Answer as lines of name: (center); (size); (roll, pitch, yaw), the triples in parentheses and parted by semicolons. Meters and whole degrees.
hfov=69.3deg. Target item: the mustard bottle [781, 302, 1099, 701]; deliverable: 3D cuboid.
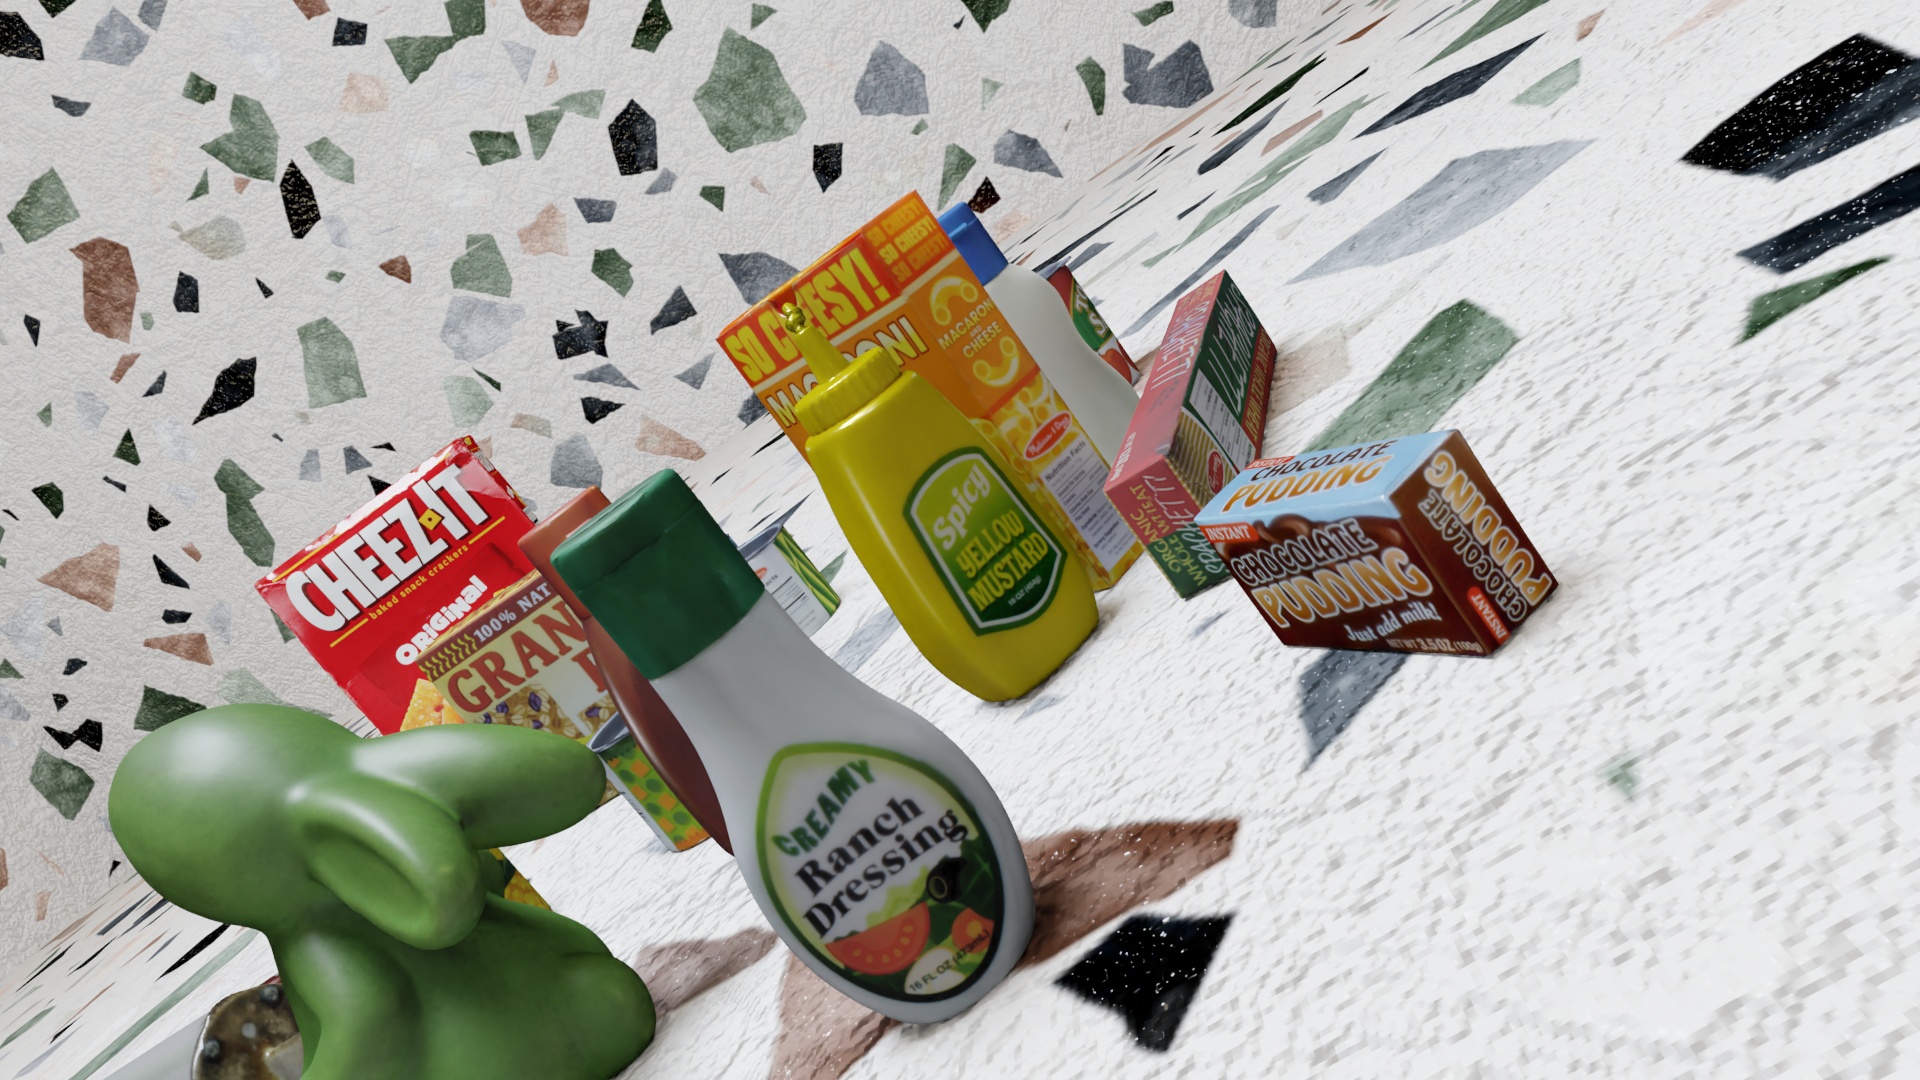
mustard bottle: (-0.016, -0.018, 0.496); (0.065, 0.160, 0.048); (-43, 13, -25)

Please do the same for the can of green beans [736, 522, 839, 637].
can of green beans: (-0.113, 0.032, 0.812); (0.071, 0.057, 0.071); (-35, 12, 9)

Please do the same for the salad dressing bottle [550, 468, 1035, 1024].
salad dressing bottle: (-0.040, 0.051, 0.342); (0.064, 0.147, 0.044); (-37, 12, -1)

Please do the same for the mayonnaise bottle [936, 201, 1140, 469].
mayonnaise bottle: (0.031, -0.096, 0.684); (0.065, 0.148, 0.041); (-40, 13, -15)

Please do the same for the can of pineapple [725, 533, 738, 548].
can of pineapple: (-0.163, 0.036, 0.930); (0.071, 0.058, 0.071); (-35, 12, 9)

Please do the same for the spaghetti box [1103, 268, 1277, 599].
spaghetti box: (0.102, -0.055, 0.573); (0.028, 0.050, 0.251); (-31, 14, 26)

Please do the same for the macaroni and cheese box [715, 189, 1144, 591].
macaroni and cheese box: (-0.014, -0.045, 0.575); (0.040, 0.166, 0.123); (-45, 15, -35)

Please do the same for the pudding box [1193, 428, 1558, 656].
pudding box: (0.104, 0.001, 0.360); (0.030, 0.049, 0.083); (-41, 13, -19)

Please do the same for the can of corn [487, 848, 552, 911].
can of corn: (-0.226, 0.168, 0.621); (0.071, 0.058, 0.071); (-35, 12, 9)

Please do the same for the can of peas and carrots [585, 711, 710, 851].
can of peas and carrots: (-0.118, 0.091, 0.609); (0.071, 0.058, 0.071); (-35, 12, 9)

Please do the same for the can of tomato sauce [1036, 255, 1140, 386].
can of tomato sauce: (0.059, -0.115, 0.828); (0.071, 0.083, 0.071); (-35, 12, 9)

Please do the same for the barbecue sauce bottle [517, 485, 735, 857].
barbecue sauce bottle: (-0.107, 0.048, 0.530); (0.065, 0.148, 0.043); (-41, 13, -21)

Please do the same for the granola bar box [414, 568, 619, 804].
granola bar box: (-0.189, 0.065, 0.743); (0.165, 0.124, 0.039); (-33, 13, 17)
